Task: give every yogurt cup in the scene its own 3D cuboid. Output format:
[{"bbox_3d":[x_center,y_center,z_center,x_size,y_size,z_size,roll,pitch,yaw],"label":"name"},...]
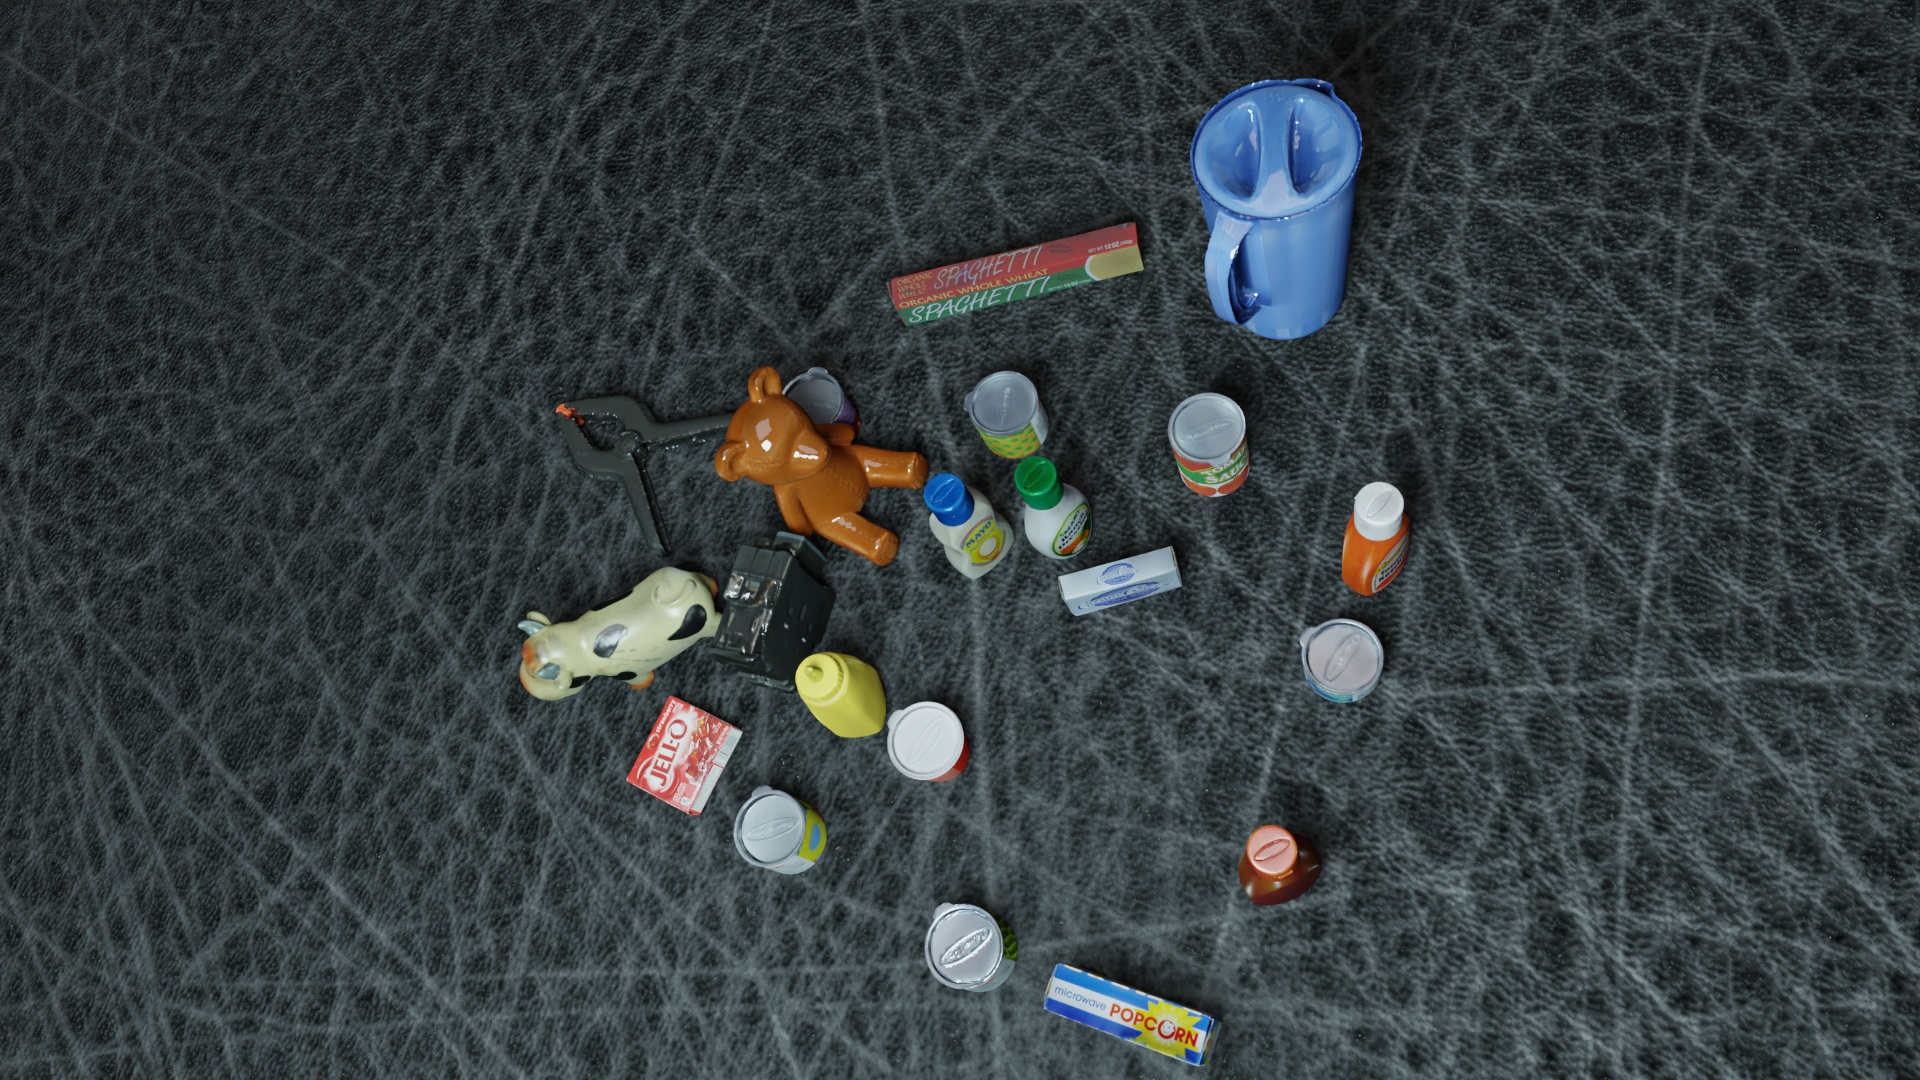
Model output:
[{"bbox_3d":[-0.024,0.180,1.216,0.072,0.054,0.072,-5,69,14],"label":"yogurt cup"}]

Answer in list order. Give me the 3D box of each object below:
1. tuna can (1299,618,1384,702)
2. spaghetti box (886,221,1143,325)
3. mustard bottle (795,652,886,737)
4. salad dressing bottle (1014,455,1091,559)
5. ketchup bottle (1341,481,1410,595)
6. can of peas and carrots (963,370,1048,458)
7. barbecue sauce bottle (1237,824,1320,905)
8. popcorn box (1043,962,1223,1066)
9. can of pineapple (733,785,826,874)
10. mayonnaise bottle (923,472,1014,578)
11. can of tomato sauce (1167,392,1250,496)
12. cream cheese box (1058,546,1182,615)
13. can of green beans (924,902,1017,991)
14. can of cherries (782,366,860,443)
[{"bbox_3d":[0.318,0.100,1.164,0.071,0.032,0.071,-5,69,13],"label":"tuna can"},{"bbox_3d":[0.054,-0.261,1.366,0.250,0.050,0.029,-12,67,11],"label":"spaghetti box"},{"bbox_3d":[-0.108,0.127,1.200,0.049,0.160,0.065,-9,68,12],"label":"mustard bottle"},{"bbox_3d":[0.079,-0.029,1.216,0.044,0.147,0.064,35,82,24],"label":"salad dressing bottle"},{"bbox_3d":[0.340,-0.004,1.135,0.043,0.148,0.065,38,84,24],"label":"ketchup bottle"},{"bbox_3d":[0.044,-0.117,1.309,0.071,0.058,0.071,-5,69,14],"label":"can of peas and carrots"},{"bbox_3d":[0.243,0.248,1.065,0.065,0.148,0.044,-28,65,4],"label":"barbecue sauce bottle"},{"bbox_3d":[0.135,0.369,1.083,0.127,0.085,0.038,14,75,20],"label":"popcorn box"},{"bbox_3d":[-0.157,0.255,1.221,0.071,0.057,0.071,-5,69,14],"label":"can of pineapple"},{"bbox_3d":[0.004,-0.015,1.231,0.065,0.147,0.041,-45,65,-4],"label":"mayonnaise bottle"},{"bbox_3d":[0.223,-0.082,1.232,0.071,0.083,0.071,-5,69,14],"label":"can of tomato sauce"},{"bbox_3d":[0.142,0.037,1.226,0.104,0.053,0.024,-16,67,9],"label":"cream cheese box"},{"bbox_3d":[0.010,0.336,1.145,0.071,0.057,0.071,-5,69,14],"label":"can of green beans"},{"bbox_3d":[-0.136,-0.126,1.361,0.071,0.058,0.072,-5,69,14],"label":"can of cherries"}]
